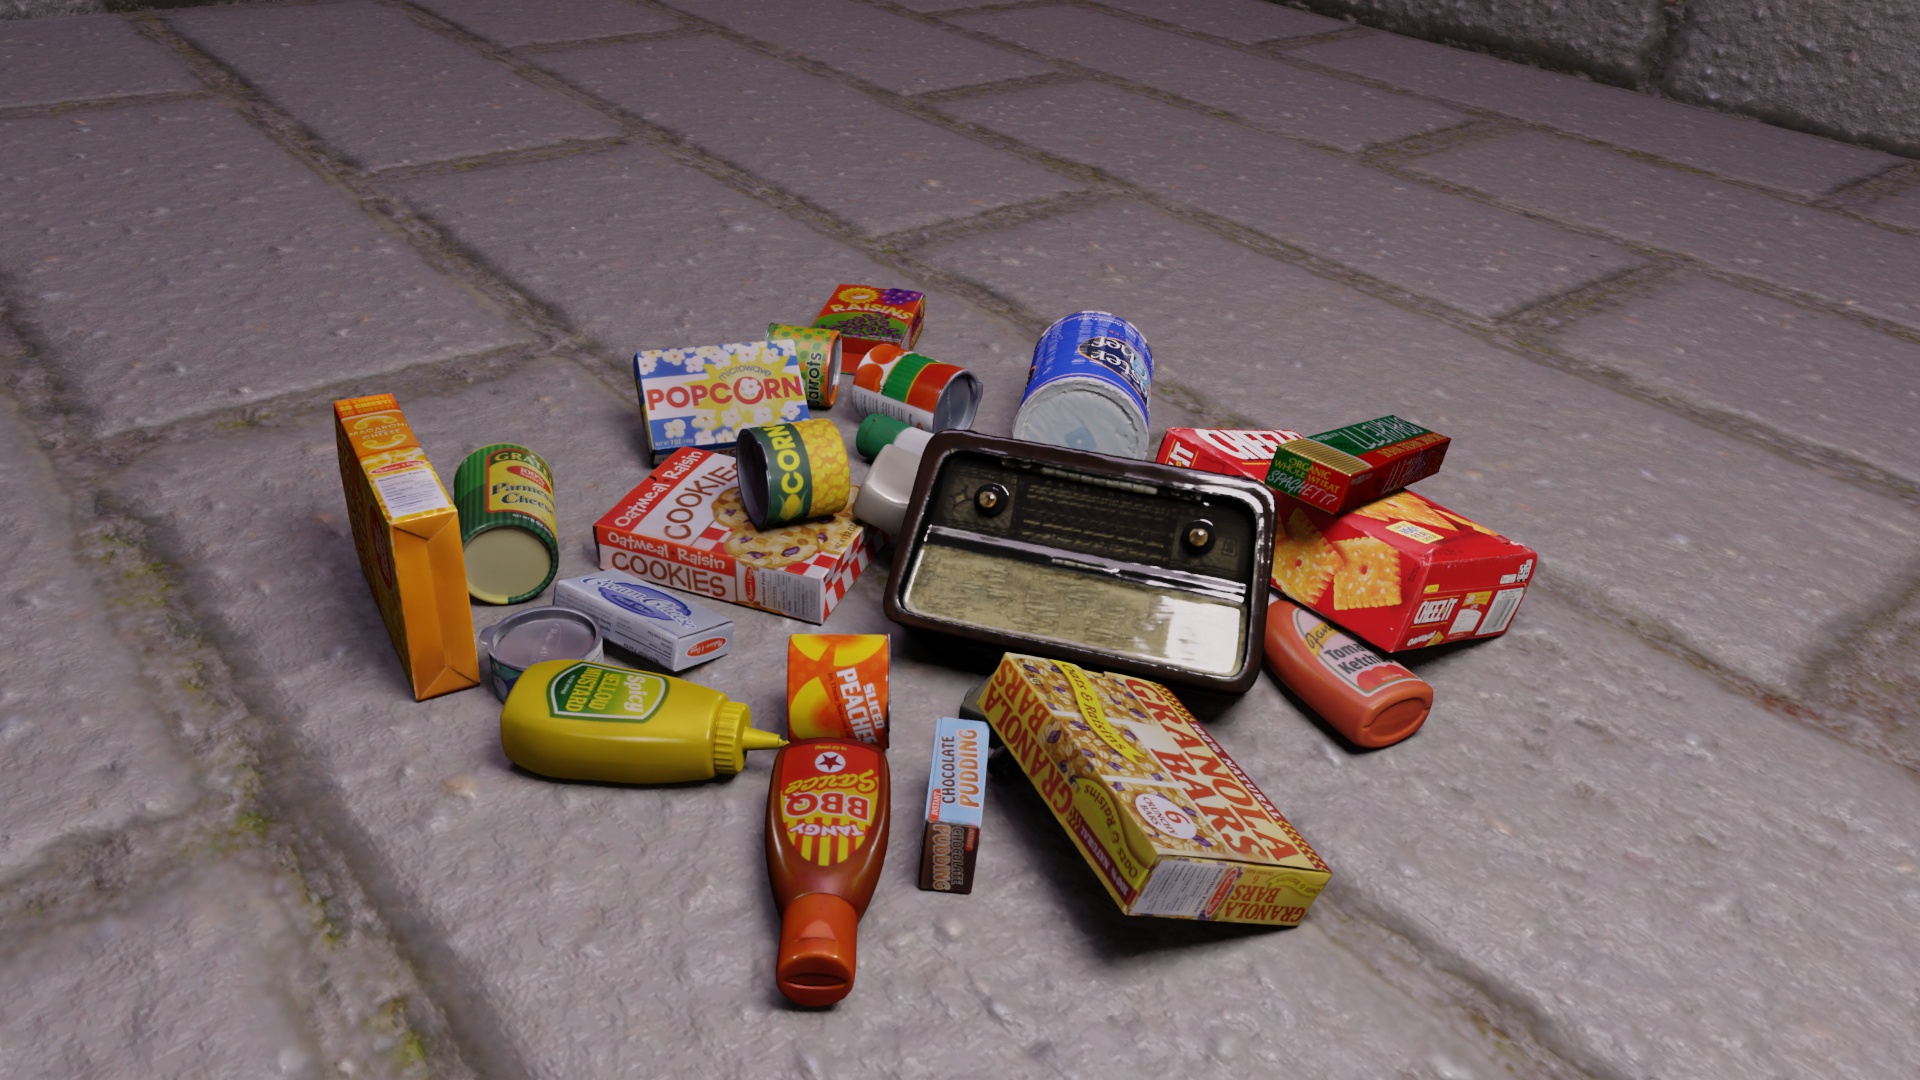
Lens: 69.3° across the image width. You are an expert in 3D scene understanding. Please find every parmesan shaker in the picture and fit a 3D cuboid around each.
[{"bbox_3d":[-0.301,-0.011,0.927,0.071,0.071,0.103,-6,33,-16],"label":"parmesan shaker"}]

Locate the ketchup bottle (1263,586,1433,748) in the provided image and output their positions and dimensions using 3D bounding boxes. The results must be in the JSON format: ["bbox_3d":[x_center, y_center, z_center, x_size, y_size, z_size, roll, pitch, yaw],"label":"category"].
[{"bbox_3d":[0.222,0.071,0.875,0.065,0.043,0.149,-9,33,-30],"label":"ketchup bottle"}]

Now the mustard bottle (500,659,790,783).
[{"bbox_3d":[-0.169,0.103,0.770,0.160,0.048,0.066,6,35,3],"label":"mustard bottle"}]

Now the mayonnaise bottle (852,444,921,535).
[{"bbox_3d":[0.003,-0.012,0.949,0.148,0.041,0.065,26,38,-1],"label":"mayonnaise bottle"}]

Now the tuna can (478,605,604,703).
[{"bbox_3d":[-0.250,0.070,0.830,0.071,0.032,0.071,3,31,-2],"label":"tuna can"}]

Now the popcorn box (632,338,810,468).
[{"bbox_3d":[-0.185,-0.108,1.083,0.127,0.038,0.085,-8,70,-19],"label":"popcorn box"}]

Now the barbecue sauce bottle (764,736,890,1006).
[{"bbox_3d":[-0.068,0.161,0.693,0.065,0.043,0.149,3,32,-4],"label":"barbecue sauce bottle"}]

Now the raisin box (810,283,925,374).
[{"bbox_3d":[-0.085,-0.194,1.274,0.086,0.039,0.124,7,31,7],"label":"raisin box"}]

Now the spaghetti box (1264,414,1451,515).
[{"bbox_3d":[0.272,-0.054,0.931,0.050,0.028,0.251,28,22,26],"label":"spaghetti box"}]

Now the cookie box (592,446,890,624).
[{"bbox_3d":[-0.148,-0.008,0.962,0.167,0.040,0.123,13,33,14],"label":"cookie box"}]

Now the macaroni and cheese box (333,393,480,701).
[{"bbox_3d":[-0.341,-0.001,0.848,0.040,0.123,0.167,-14,35,-29],"label":"macaroni and cheese box"}]

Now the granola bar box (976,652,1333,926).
[{"bbox_3d":[0.098,0.127,0.729,0.124,0.039,0.166,15,22,-34],"label":"granola bar box"}]

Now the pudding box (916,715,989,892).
[{"bbox_3d":[-0.003,0.138,0.733,0.030,0.049,0.084,6,31,1],"label":"pudding box"}]

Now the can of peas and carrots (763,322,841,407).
[{"bbox_3d":[-0.134,-0.146,1.163,0.059,0.070,0.071,6,31,2],"label":"can of peas and carrots"}]

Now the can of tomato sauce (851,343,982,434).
[{"bbox_3d":[-0.035,-0.120,1.131,0.083,0.070,0.071,21,35,27],"label":"can of tomato sauce"}]

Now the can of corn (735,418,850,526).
[{"bbox_3d":[-0.111,-0.047,0.925,0.058,0.070,0.071,-10,34,-25],"label":"can of corn"}]

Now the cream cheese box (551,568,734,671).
[{"bbox_3d":[-0.199,0.048,0.868,0.104,0.024,0.053,21,17,25],"label":"cream cheese box"}]

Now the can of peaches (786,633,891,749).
[{"bbox_3d":[-0.069,0.087,0.792,0.058,0.071,0.071,1,32,-4],"label":"can of peaches"}]

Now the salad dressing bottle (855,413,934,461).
[{"bbox_3d":[-0.014,-0.058,1.058,0.148,0.043,0.064,25,39,32],"label":"salad dressing bottle"}]
